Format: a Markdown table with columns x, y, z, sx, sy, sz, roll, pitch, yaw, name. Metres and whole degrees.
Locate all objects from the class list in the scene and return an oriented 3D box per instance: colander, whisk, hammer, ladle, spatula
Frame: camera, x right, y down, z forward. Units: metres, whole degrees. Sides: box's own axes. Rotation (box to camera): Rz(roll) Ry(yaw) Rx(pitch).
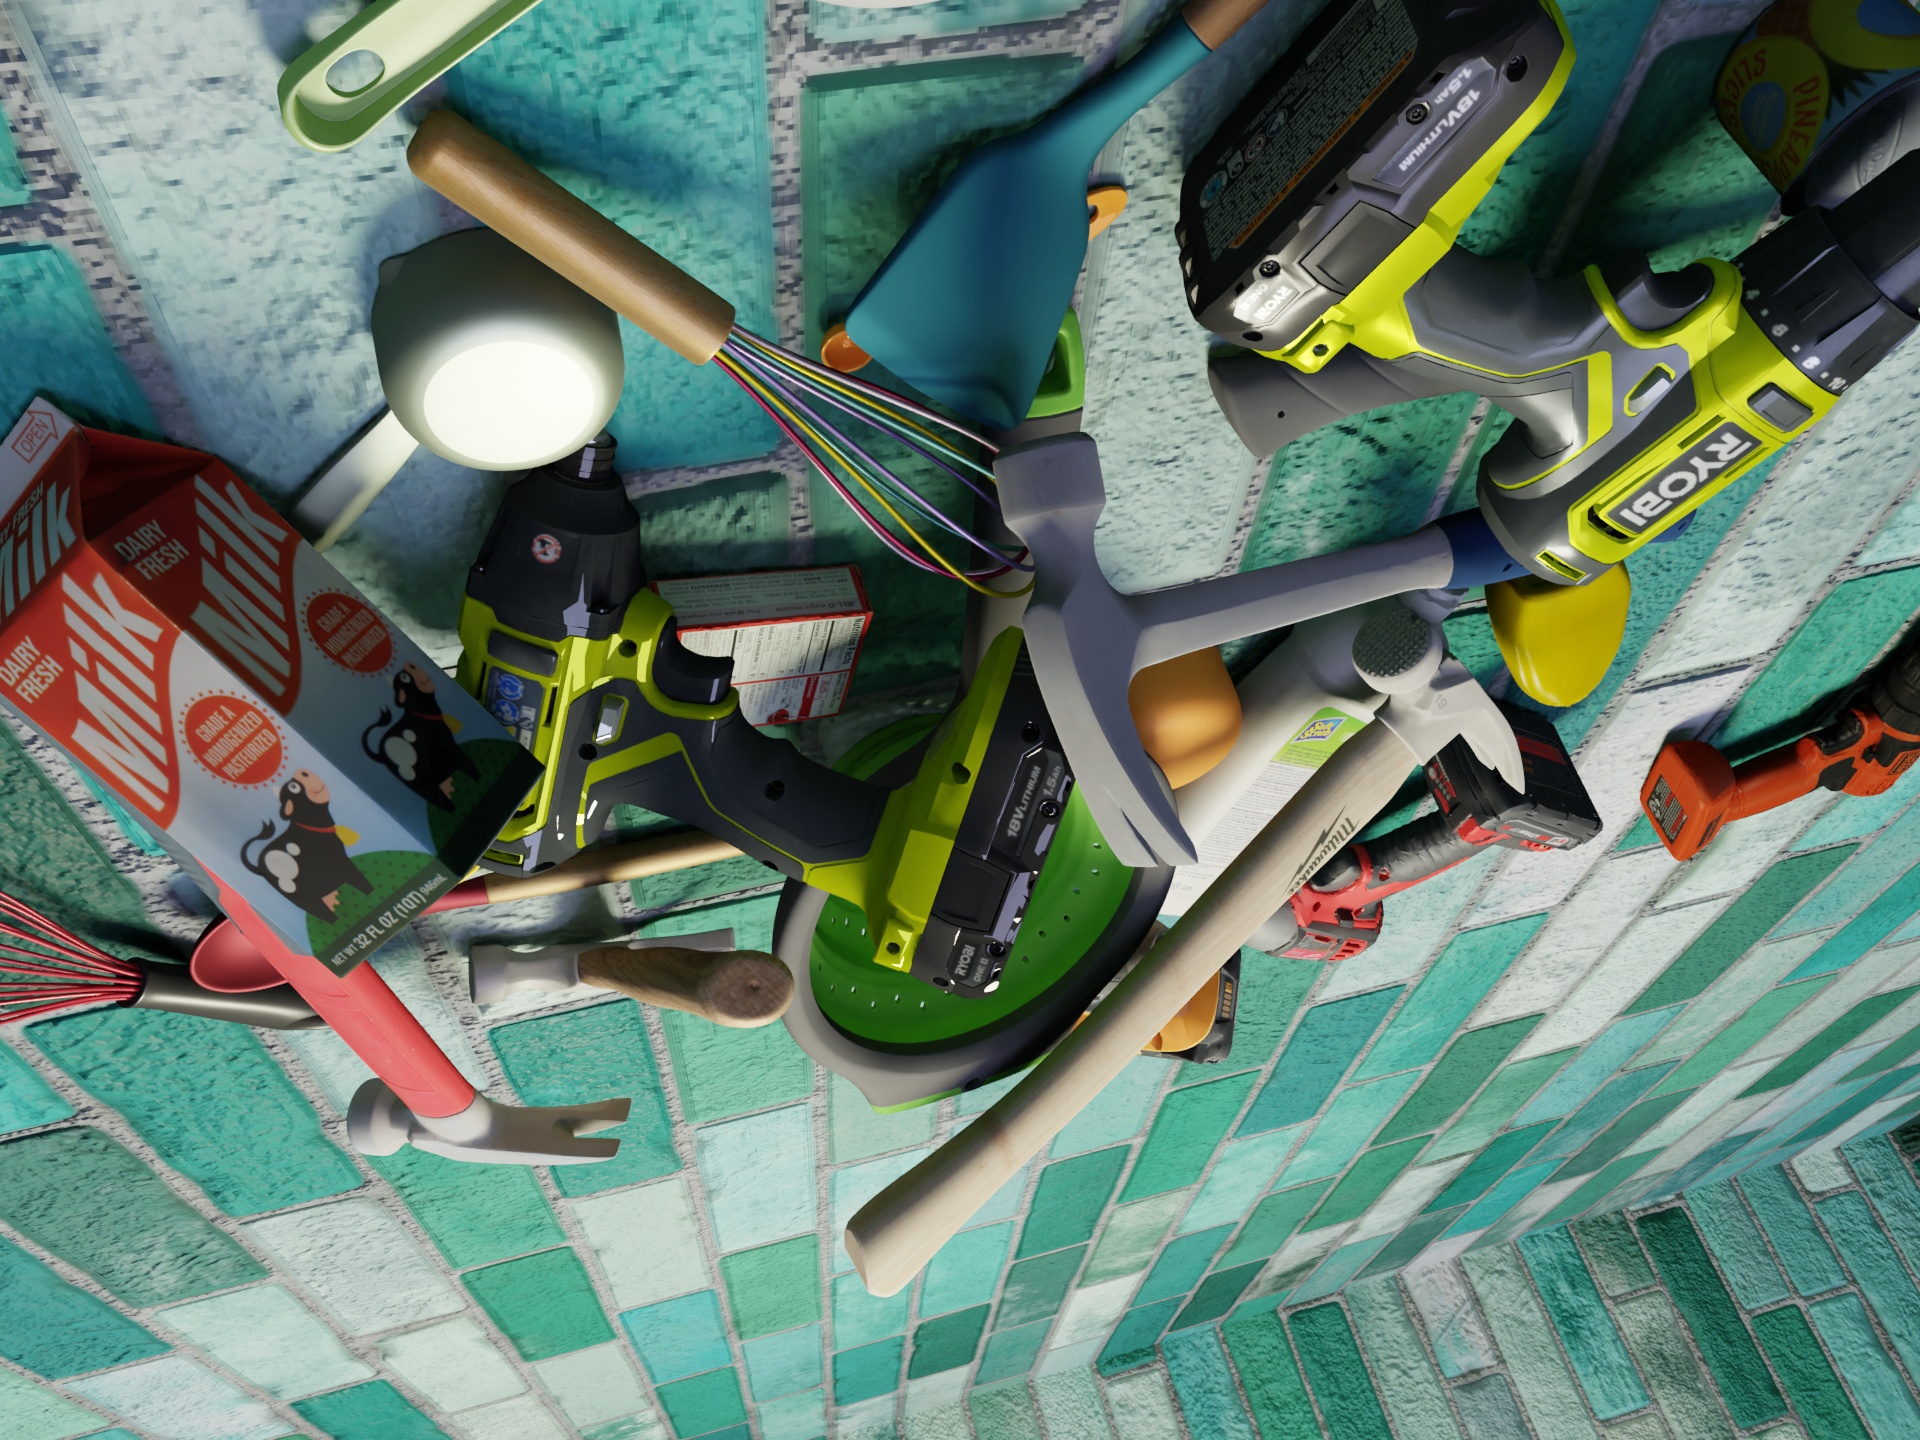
| x | y | z | sx | sy | sz | roll | pitch | yaw | name |
| --- | --- | --- | --- | --- | --- | --- | --- | --- | --- |
| -0.001 | -0.002 | 0.697 | 0.204 | 0.095 | 0.396 | -13 | 129 | -24 | colander |
| -0.059 | -0.106 | 0.498 | 0.244 | 0.047 | 0.051 | 30 | 168 | -32 | whisk |
| 0.180 | -0.057 | 0.625 | 0.405 | 0.144 | 0.035 | -15 | -175 | -39 | hammer |
| -0.136 | 0.114 | 0.713 | 0.130 | 0.031 | 0.331 | -1 | 174 | -23 | hammer |
| -0.387 | 0.114 | 0.708 | 0.073 | 0.073 | 0.295 | -30 | 153 | 18 | whisk |
| -0.203 | 0.077 | 0.770 | 0.315 | 0.031 | 0.069 | -11 | 143 | -16 | ladle |
| -0.266 | 0.088 | 0.665 | 0.143 | 0.038 | 0.385 | -1 | 140 | 13 | hammer |
| 0.296 | -0.169 | 0.624 | 0.409 | 0.036 | 0.149 | -13 | 135 | -4 | hammer |
| 0.093 | -0.211 | 0.459 | 0.317 | 0.044 | 0.082 | -39 | 139 | 28 | spatula |
| 0.102 | 0.131 | 0.770 | 0.410 | 0.038 | 0.146 | -46 | 134 | 6 | hammer |

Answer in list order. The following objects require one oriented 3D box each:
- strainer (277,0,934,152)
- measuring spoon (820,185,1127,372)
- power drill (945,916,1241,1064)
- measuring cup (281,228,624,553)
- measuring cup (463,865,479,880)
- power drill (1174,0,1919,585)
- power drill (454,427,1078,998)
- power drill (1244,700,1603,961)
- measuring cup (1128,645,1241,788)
| x | y | z | sx | sy | sz | roll | pitch | yaw | name |
| --- | --- | --- | --- | --- | --- | --- | --- | --- | --- |
| -0.059 | -0.197 | 0.376 | 0.256 | 0.069 | 0.151 | -29 | 147 | 13 | strainer |
| 0.003 | -0.152 | 0.540 | 0.117 | 0.011 | 0.021 | -27 | 148 | 8 | measuring spoon |
| 0.082 | 0.144 | 0.915 | 0.185 | 0.084 | 0.226 | -3 | 162 | 39 | power drill |
| -0.176 | -0.087 | 0.516 | 0.167 | 0.038 | 0.083 | -37 | 144 | 24 | measuring cup |
| -0.197 | 0.035 | 0.719 | 0.156 | 0.029 | 0.062 | -22 | 151 | -18 | measuring cup |
| 0.205 | -0.151 | 0.521 | 0.228 | 0.080 | 0.190 | 22 | 136 | -27 | power drill |
| -0.072 | 0.000 | 0.577 | 0.223 | 0.080 | 0.171 | 19 | 117 | 0 | power drill |
| 0.259 | 0.078 | 0.969 | 0.143 | 0.079 | 0.219 | 14 | 139 | -40 | power drill |
| 0.072 | 0.024 | 0.804 | 0.095 | 0.052 | 0.173 | 6 | 139 | -35 | measuring cup |
